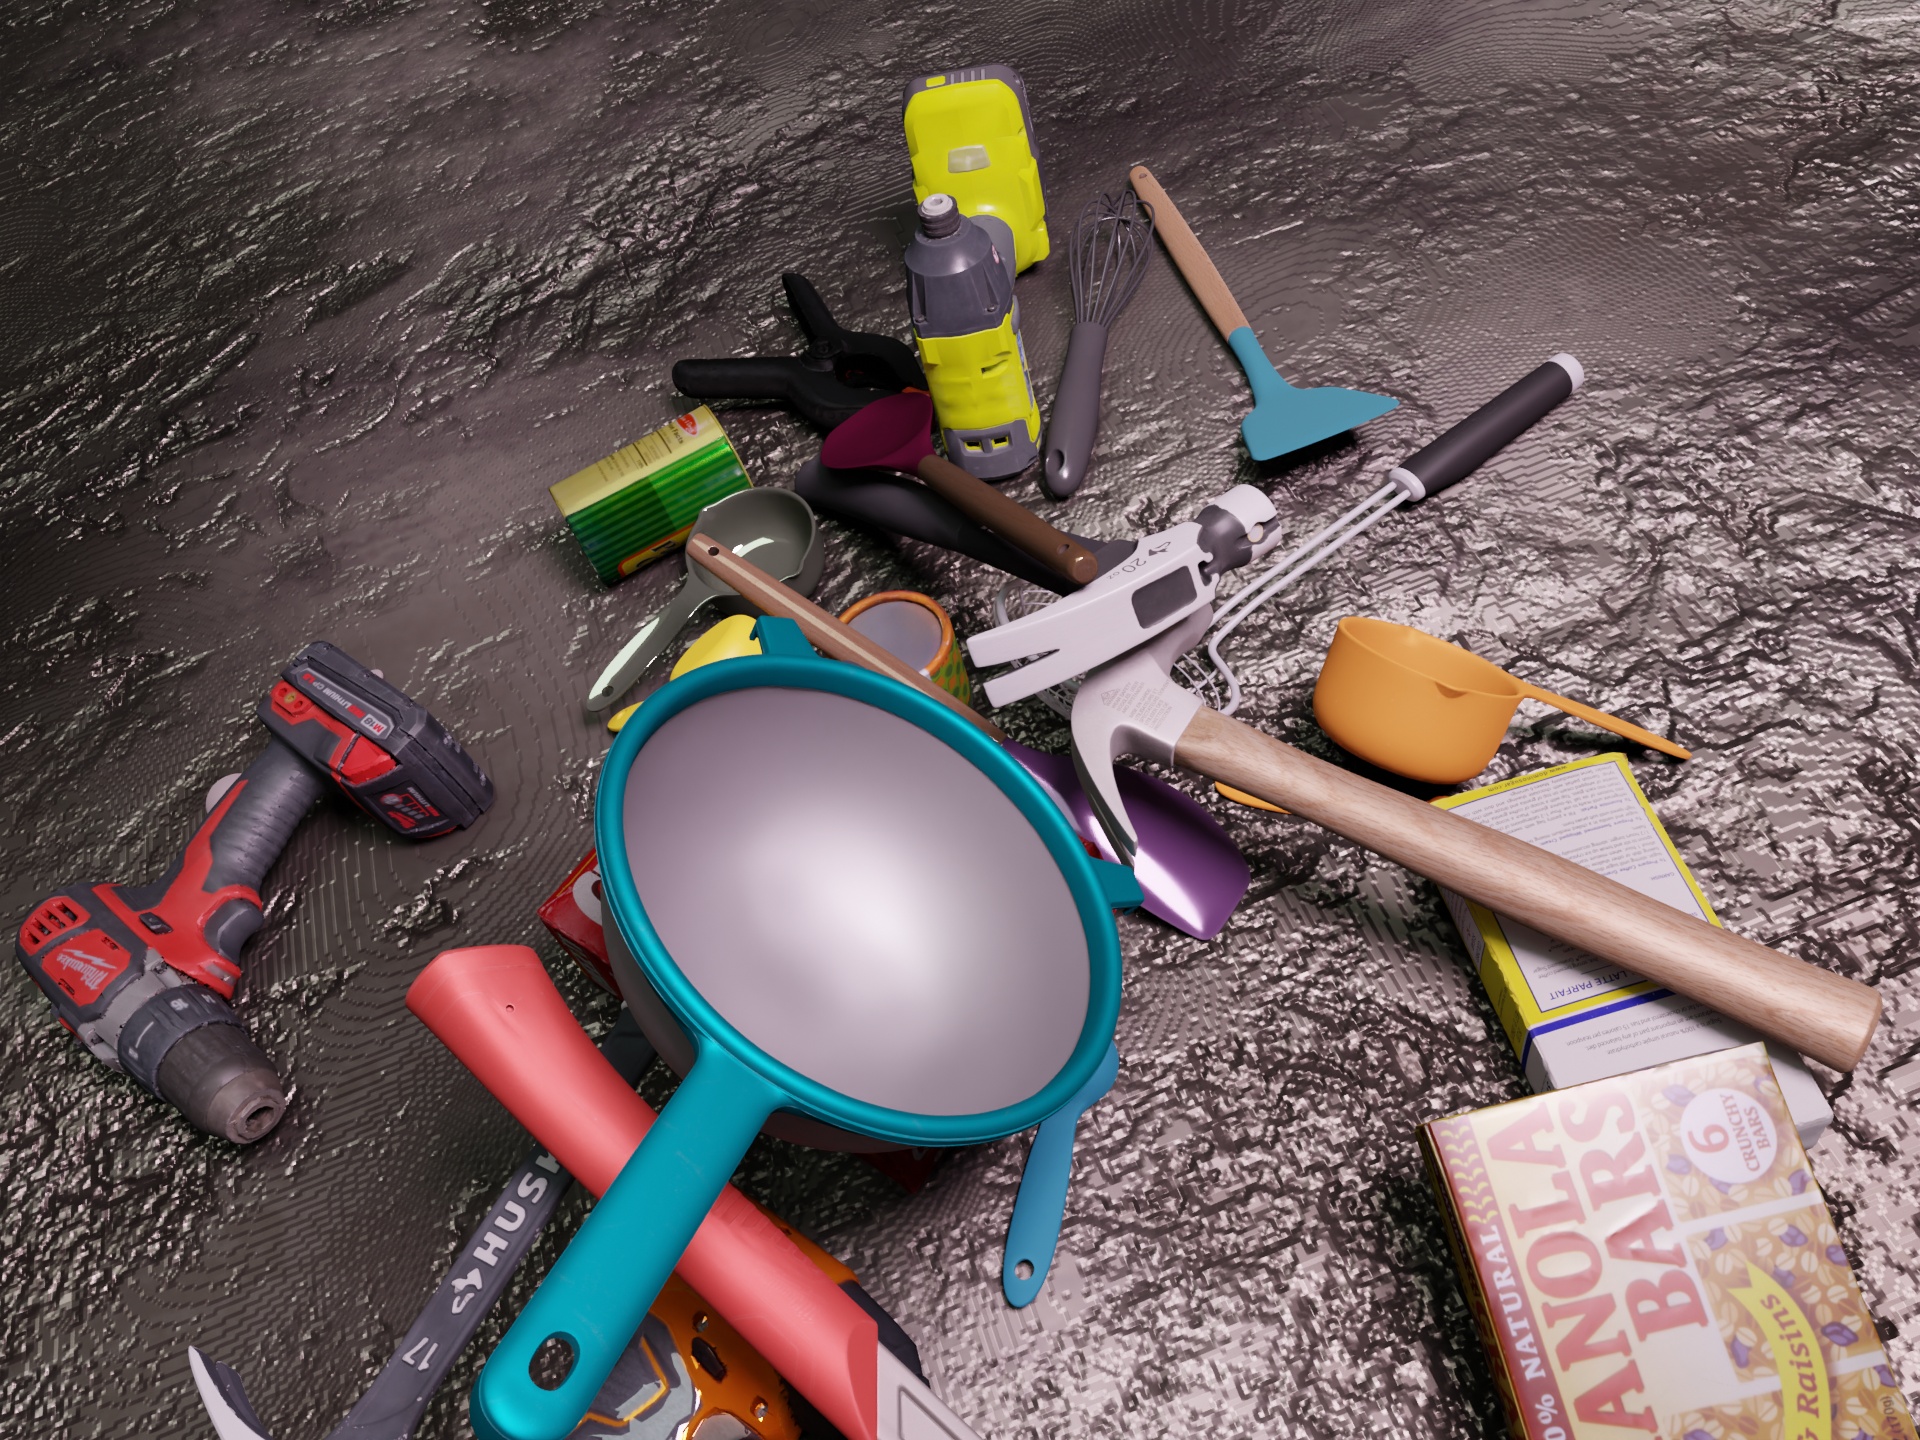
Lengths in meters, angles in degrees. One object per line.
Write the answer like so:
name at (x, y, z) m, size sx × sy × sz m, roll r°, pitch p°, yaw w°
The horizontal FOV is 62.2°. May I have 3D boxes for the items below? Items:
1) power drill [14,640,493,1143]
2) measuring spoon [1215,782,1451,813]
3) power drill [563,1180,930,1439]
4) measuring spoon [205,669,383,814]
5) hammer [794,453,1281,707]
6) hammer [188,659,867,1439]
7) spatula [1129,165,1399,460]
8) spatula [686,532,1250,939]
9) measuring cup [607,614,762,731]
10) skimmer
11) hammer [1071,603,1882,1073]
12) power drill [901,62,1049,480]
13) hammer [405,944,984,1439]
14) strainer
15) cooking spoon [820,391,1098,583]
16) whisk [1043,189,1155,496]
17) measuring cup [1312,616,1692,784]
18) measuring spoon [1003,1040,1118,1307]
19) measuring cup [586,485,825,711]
power drill at (-0.347, 0.087, 0.806) m, size 0.188 × 0.080 × 0.227 m, roll 29°, pitch 68°, yaw 30°
measuring spoon at (0.177, 0.036, 0.750) m, size 0.117 × 0.011 × 0.021 m, roll 8°, pitch 57°, yaw 19°
power drill at (-0.119, 0.293, 0.595) m, size 0.164 × 0.084 × 0.226 m, roll 26°, pitch 60°, yaw 28°
measuring spoon at (-0.379, 0.011, 0.904) m, size 0.034 × 0.018 × 0.124 m, roll 28°, pitch 65°, yaw 30°
hammer at (-0.002, -0.094, 0.800) m, size 0.146 × 0.035 × 0.335 m, roll -33°, pitch 31°, yaw -18°
hammer at (-0.137, 0.132, 0.647) m, size 0.149 × 0.036 × 0.409 m, roll 17°, pitch 57°, yaw 23°
spatula at (0.158, -0.253, 0.948) m, size 0.082 × 0.044 × 0.318 m, roll -22°, pitch 51°, yaw 2°
spatula at (-0.001, -0.002, 0.760) m, size 0.316 × 0.018 × 0.060 m, roll 33°, pitch 67°, yaw 9°
measuring cup at (-0.148, -0.019, 0.812) m, size 0.156 × 0.029 × 0.062 m, roll -14°, pitch 35°, yaw 48°
skimmer at (0.181, -0.107, 0.804) m, size 0.363 × 0.090 × 0.127 m, roll -35°, pitch 53°, yaw -12°
hammer at (0.194, 0.053, 0.645) m, size 0.331 × 0.031 × 0.130 m, roll 25°, pitch 63°, yaw 21°
power drill at (0.007, -0.275, 0.924) m, size 0.080 × 0.171 × 0.223 m, roll -6°, pitch 50°, yaw 10°
hammer at (-0.065, 0.216, 0.559) m, size 0.359 × 0.036 × 0.149 m, roll 41°, pitch 57°, yaw 7°
strainer at (-0.072, 0.115, 0.551) m, size 0.211 × 0.095 × 0.340 m, roll 36°, pitch 38°, yaw -2°
cooking spoon at (-0.006, -0.118, 0.788) m, size 0.069 × 0.017 × 0.319 m, roll -37°, pitch 30°, yaw -5°
whisk at (0.080, -0.229, 0.951) m, size 0.055 × 0.055 × 0.239 m, roll 3°, pitch 60°, yaw 16°
measuring cup at (0.246, 0.007, 0.732) m, size 0.173 × 0.052 × 0.095 m, roll 19°, pitch 19°, yaw -3°
measuring spoon at (0.037, 0.181, 0.671) m, size 0.042 × 0.021 × 0.129 m, roll 5°, pitch 54°, yaw 17°
measuring cup at (-0.142, -0.059, 0.887) m, size 0.083 × 0.038 × 0.167 m, roll 34°, pitch 74°, yaw 30°
